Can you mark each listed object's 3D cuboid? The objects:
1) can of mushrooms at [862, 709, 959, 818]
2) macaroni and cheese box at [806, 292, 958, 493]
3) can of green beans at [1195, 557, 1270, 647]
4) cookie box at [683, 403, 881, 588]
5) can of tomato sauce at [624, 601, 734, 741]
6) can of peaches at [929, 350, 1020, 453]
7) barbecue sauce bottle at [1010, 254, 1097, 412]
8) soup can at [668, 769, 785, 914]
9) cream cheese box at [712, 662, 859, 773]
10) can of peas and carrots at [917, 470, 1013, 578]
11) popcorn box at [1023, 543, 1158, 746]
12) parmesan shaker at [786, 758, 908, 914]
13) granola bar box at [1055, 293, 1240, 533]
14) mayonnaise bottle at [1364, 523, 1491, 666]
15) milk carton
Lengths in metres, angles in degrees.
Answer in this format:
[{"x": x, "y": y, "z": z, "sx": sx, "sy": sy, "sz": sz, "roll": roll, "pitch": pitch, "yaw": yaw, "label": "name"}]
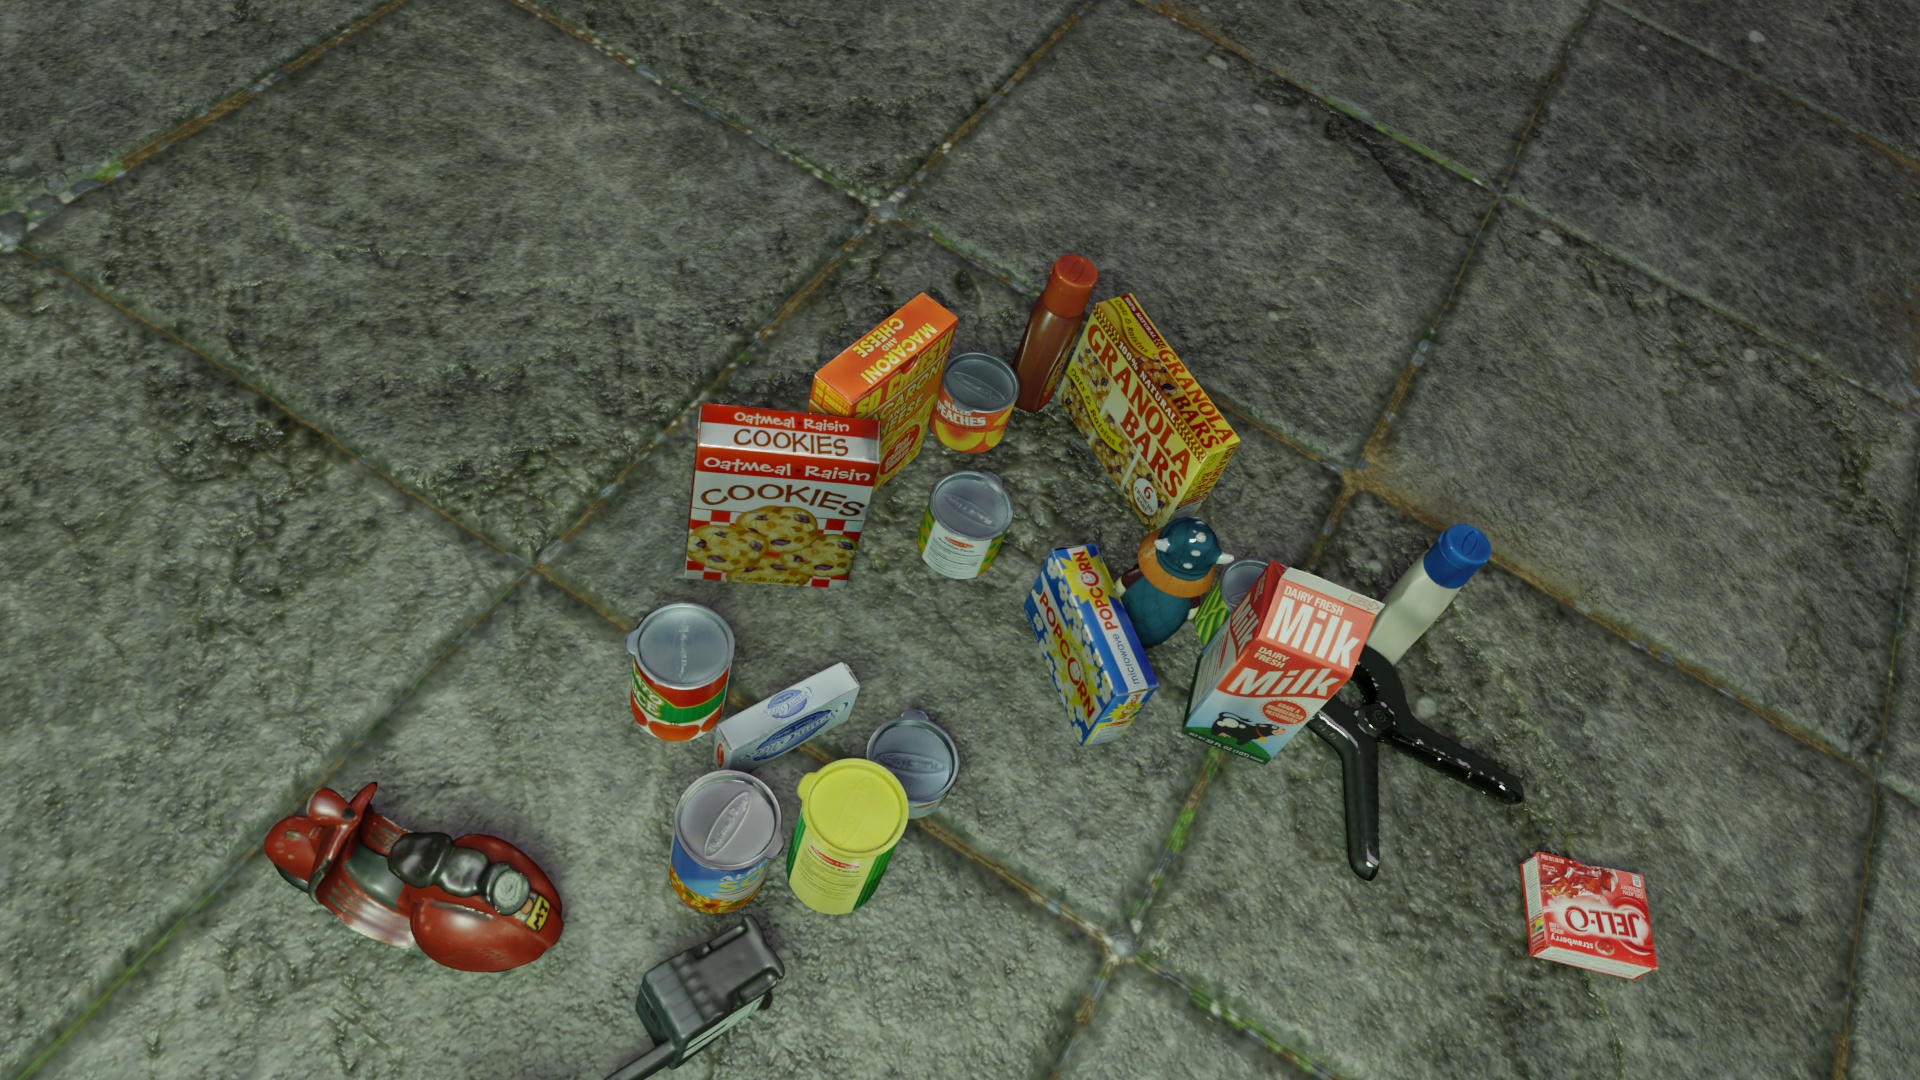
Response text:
[{"x": -0.036, "y": 0.157, "z": 0.974, "sx": 0.071, "sy": 0.033, "sz": 0.071, "roll": 7, "pitch": 55, "yaw": -10, "label": "can of mushrooms"}, {"x": -0.067, "y": -0.093, "z": 1.057, "sx": 0.040, "sy": 0.165, "sz": 0.124, "roll": 38, "pitch": 56, "yaw": 12, "label": "macaroni and cheese box"}, {"x": 0.226, "y": 0.056, "z": 1.098, "sx": 0.071, "sy": 0.057, "sz": 0.071, "roll": 7, "pitch": 55, "yaw": -10, "label": "can of green beans"}, {"x": -0.131, "y": -0.028, "z": 0.995, "sx": 0.123, "sy": 0.166, "sz": 0.040, "roll": 4, "pitch": 56, "yaw": -12, "label": "cookie box"}, {"x": -0.193, "y": 0.091, "z": 0.948, "sx": 0.071, "sy": 0.082, "sz": 0.071, "roll": 7, "pitch": 55, "yaw": -10, "label": "can of tomato sauce"}, {"x": 0.009, "y": -0.113, "z": 1.158, "sx": 0.071, "sy": 0.057, "sz": 0.071, "roll": 7, "pitch": 55, "yaw": -10, "label": "can of peaches"}, {"x": 0.076, "y": -0.175, "z": 1.162, "sx": 0.044, "sy": 0.147, "sz": 0.065, "roll": 24, "pitch": 54, "yaw": 2, "label": "barbecue sauce bottle"}, {"x": -0.149, "y": 0.195, "z": 0.887, "sx": 0.071, "sy": 0.083, "sz": 0.072, "roll": 7, "pitch": 55, "yaw": -10, "label": "soup can"}, {"x": -0.121, "y": 0.126, "z": 0.961, "sx": 0.104, "sy": 0.053, "sz": 0.024, "roll": -26, "pitch": 66, "yaw": -28, "label": "cream cheese box"}, {"x": 0.004, "y": -0.014, "z": 1.087, "sx": 0.071, "sy": 0.058, "sz": 0.071, "roll": 7, "pitch": 55, "yaw": -10, "label": "can of peas and carrots"}, {"x": 0.094, "y": 0.077, "z": 1.032, "sx": 0.038, "sy": 0.084, "sz": 0.127, "roll": -10, "pitch": 59, "yaw": -21, "label": "popcorn box"}, {"x": -0.077, "y": 0.191, "z": 0.897, "sx": 0.071, "sy": 0.102, "sz": 0.071, "roll": 7, "pitch": 55, "yaw": -10, "label": "parmesan shaker"}, {"x": 0.151, "y": -0.101, "z": 1.147, "sx": 0.039, "sy": 0.123, "sz": 0.166, "roll": -19, "pitch": 63, "yaw": -25, "label": "granola bar box"}, {"x": 0.362, "y": 0.043, "z": 1.088, "sx": 0.041, "sy": 0.147, "sz": 0.065, "roll": 33, "pitch": 55, "yaw": 8, "label": "mayonnaise bottle"}, {"x": 0.230, "y": 0.081, "z": 1.000, "sx": 0.072, "sy": 0.189, "sz": 0.074, "roll": 21, "pitch": 54, "yaw": 0, "label": "milk carton"}]
